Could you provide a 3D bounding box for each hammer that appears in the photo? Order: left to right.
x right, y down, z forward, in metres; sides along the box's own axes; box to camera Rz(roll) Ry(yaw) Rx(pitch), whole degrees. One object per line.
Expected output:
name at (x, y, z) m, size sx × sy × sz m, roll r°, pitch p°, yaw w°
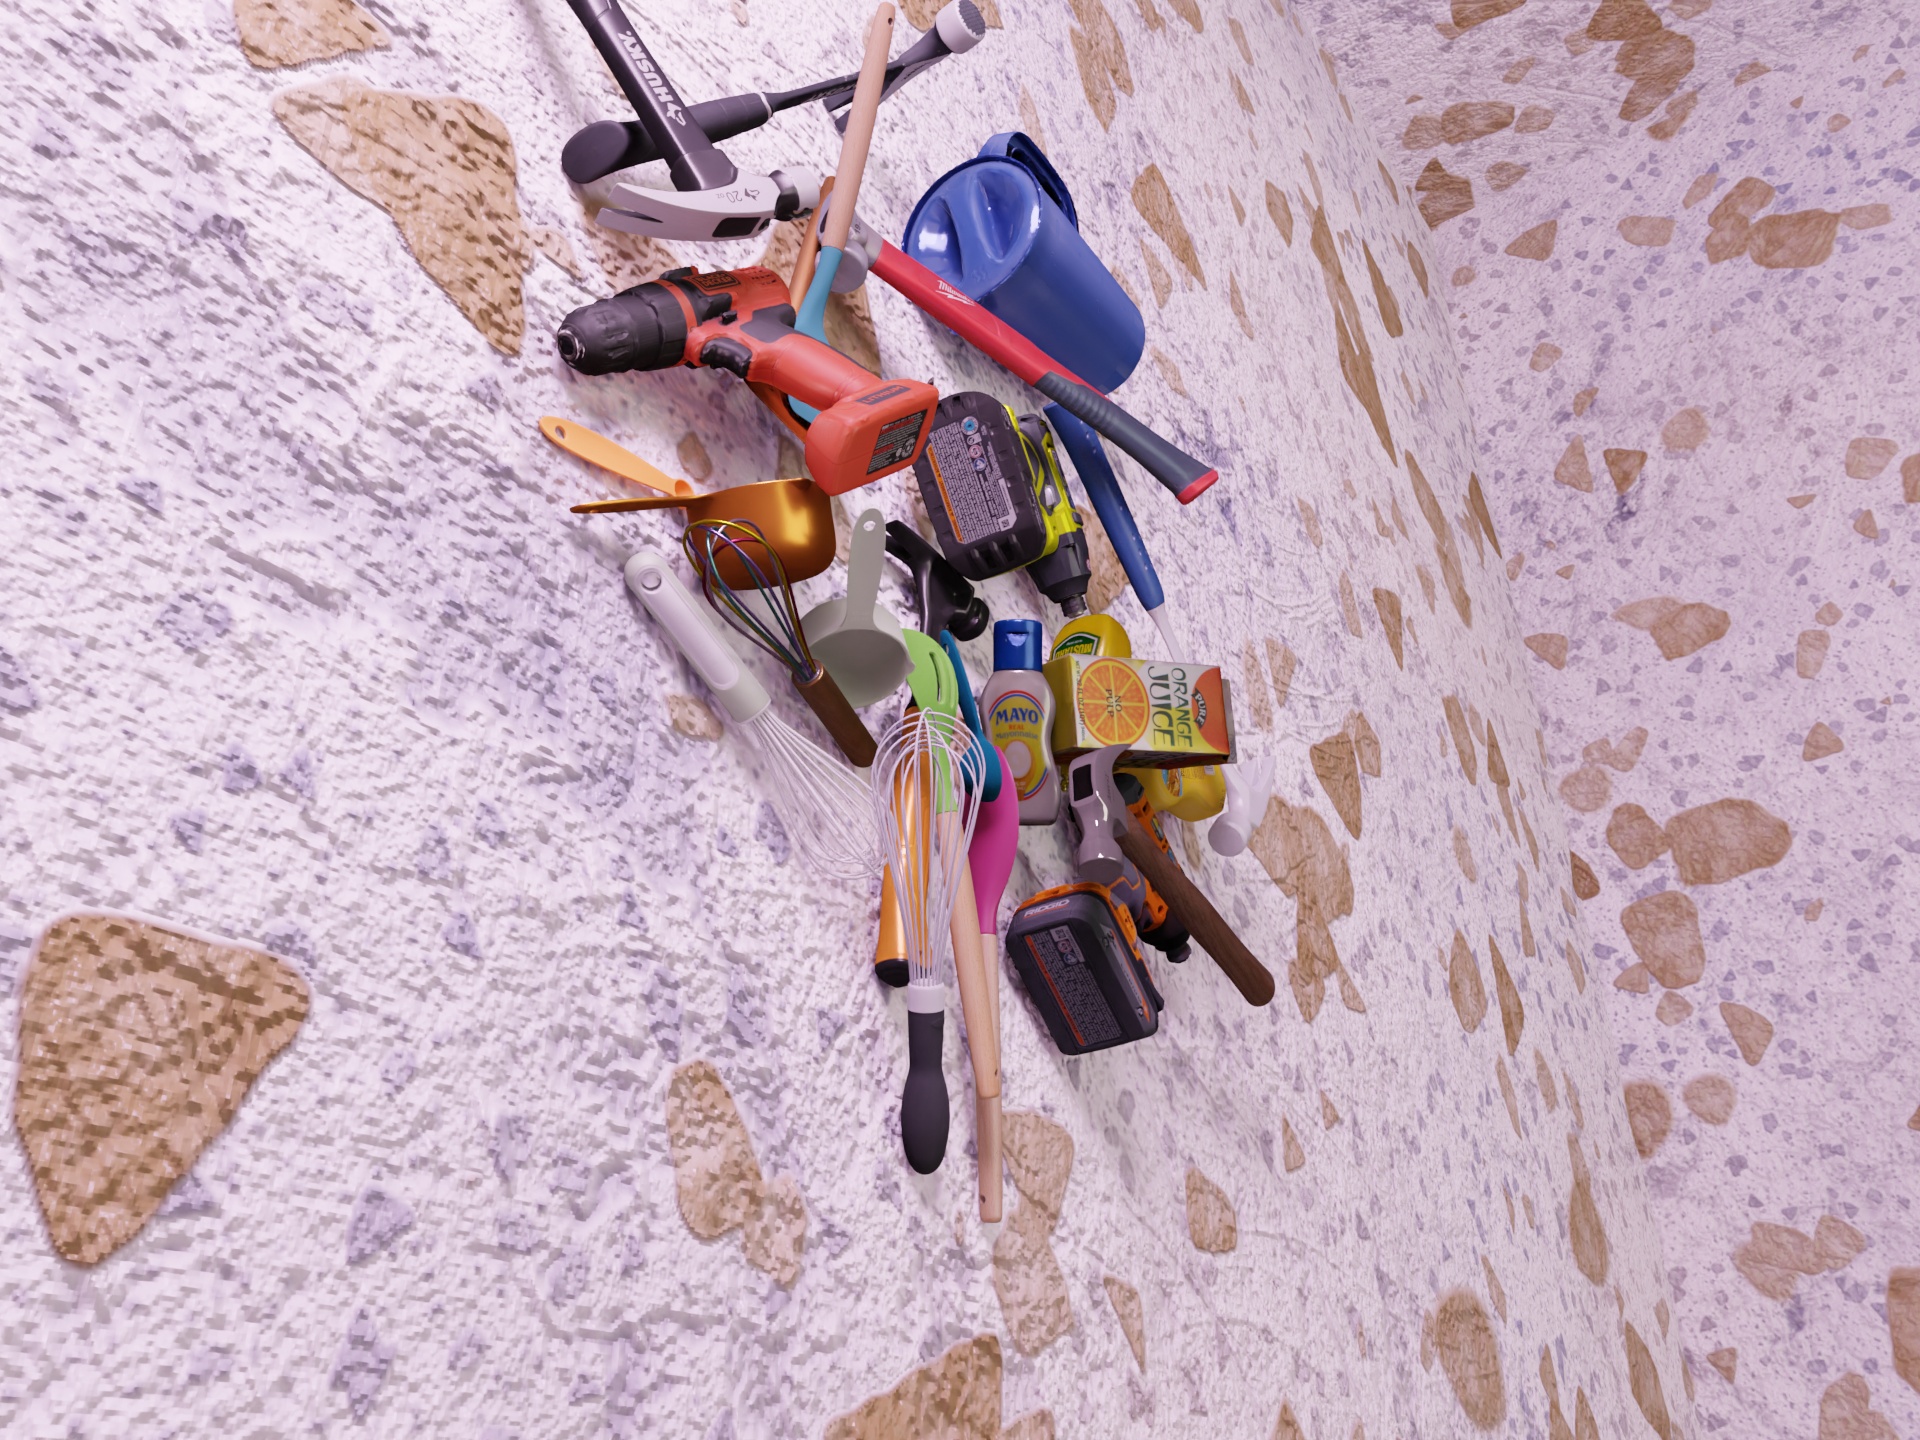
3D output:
hammer at (-0.226, -0.433, 0.962) m, size 0.146 × 0.035 × 0.335 m, roll -29°, pitch 84°, yaw -42°
hammer at (-0.134, -0.433, 1.121) m, size 0.409 × 0.149 × 0.036 m, roll -43°, pitch 107°, yaw -48°
hammer at (-0.032, 0.021, 1.083) m, size 0.127 × 0.034 × 0.337 m, roll 41°, pitch 41°, yaw -41°
hammer at (0.054, -0.291, 1.253) m, size 0.386 × 0.038 × 0.143 m, roll 30°, pitch 41°, yaw -26°
hammer at (0.172, -0.090, 1.361) m, size 0.405 × 0.035 × 0.144 m, roll 64°, pitch 31°, yaw -11°
hammer at (0.165, 0.129, 1.194) m, size 0.331 × 0.031 × 0.130 m, roll 47°, pitch 31°, yaw -43°

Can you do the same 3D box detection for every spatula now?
spatula at (-0.110, -0.304, 1.139) m, size 0.081 × 0.041 × 0.323 m, roll 43°, pitch 38°, yaw -34°
spatula at (-0.073, -0.347, 1.093) m, size 0.082 × 0.044 × 0.317 m, roll 20°, pitch 79°, yaw -52°

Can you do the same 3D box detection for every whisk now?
whisk at (-0.118, 0.001, 0.945) m, size 0.246 × 0.058 × 0.059 m, roll 54°, pitch -1°, yaw -19°
whisk at (-0.097, -0.040, 0.951) m, size 0.244 × 0.047 × 0.051 m, roll 59°, pitch 5°, yaw -51°
whisk at (-0.021, 0.134, 0.956) m, size 0.070 × 0.070 × 0.284 m, roll -6°, pitch 97°, yaw -60°

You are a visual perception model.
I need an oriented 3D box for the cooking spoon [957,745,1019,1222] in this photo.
cooking spoon at (0.017, 0.170, 1.066) m, size 0.017 × 0.069 × 0.319 m, roll 13°, pitch 65°, yaw -34°

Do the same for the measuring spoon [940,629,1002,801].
measuring spoon at (-0.002, -0.003, 1.093) m, size 0.021 × 0.042 × 0.129 m, roll -8°, pitch 69°, yaw -26°

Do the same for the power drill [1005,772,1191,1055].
power drill at (0.121, 0.156, 1.212) m, size 0.164 × 0.084 × 0.226 m, roll 63°, pitch 27°, yaw -14°

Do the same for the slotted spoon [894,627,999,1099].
slotted spoon at (-0.003, 0.086, 1.033) m, size 0.070 × 0.031 × 0.314 m, roll 24°, pitch 55°, yaw -65°

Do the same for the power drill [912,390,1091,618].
power drill at (0.045, -0.167, 1.253) m, size 0.223 × 0.080 × 0.171 m, roll -2°, pitch 73°, yaw -71°

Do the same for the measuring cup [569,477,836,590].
measuring cup at (-0.149, -0.105, 0.934) m, size 0.173 × 0.095 × 0.052 m, roll -9°, pitch 87°, yaw -44°

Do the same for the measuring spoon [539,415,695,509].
measuring spoon at (-0.201, -0.150, 0.933) m, size 0.116 × 0.011 × 0.021 m, roll 24°, pitch 53°, yaw -47°

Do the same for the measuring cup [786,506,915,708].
measuring cup at (-0.066, -0.076, 0.982) m, size 0.167 × 0.083 × 0.038 m, roll 102°, pitch -20°, yaw -45°
